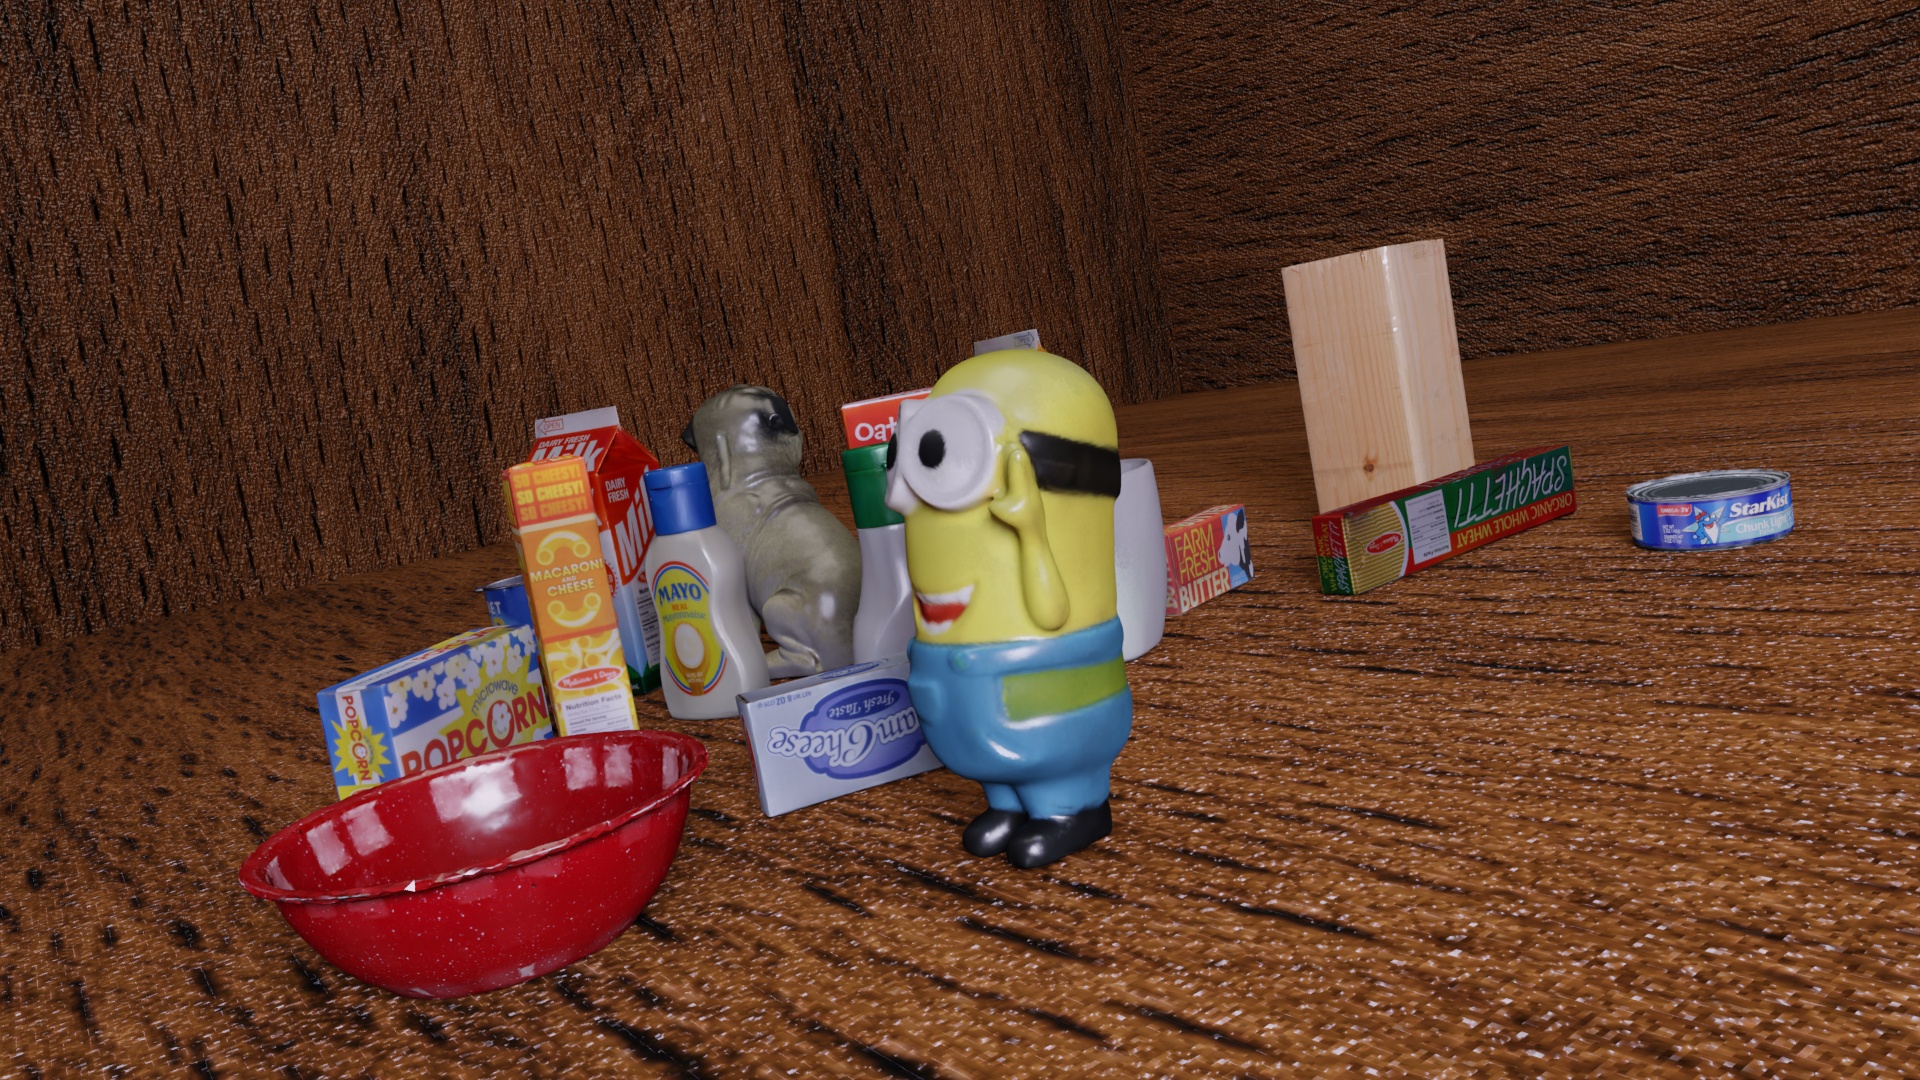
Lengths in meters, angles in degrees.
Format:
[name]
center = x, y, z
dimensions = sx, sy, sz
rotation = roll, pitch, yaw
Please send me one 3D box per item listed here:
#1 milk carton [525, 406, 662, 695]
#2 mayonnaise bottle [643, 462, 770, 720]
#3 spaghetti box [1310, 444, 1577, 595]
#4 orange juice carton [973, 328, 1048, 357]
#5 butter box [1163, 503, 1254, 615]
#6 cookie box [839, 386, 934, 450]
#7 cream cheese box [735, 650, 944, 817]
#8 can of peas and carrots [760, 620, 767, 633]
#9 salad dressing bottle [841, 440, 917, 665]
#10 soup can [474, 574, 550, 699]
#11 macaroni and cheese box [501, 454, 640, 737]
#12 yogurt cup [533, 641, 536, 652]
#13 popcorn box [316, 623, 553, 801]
[milk carton]
center = -0.243, 0.007, 0.946
dimensions = 0.072, 0.190, 0.074
rotation = -7, 7, 23
[mayonnaise bottle]
center = -0.154, 0.030, 0.814
dimensions = 0.064, 0.148, 0.041
rotation = -7, 7, 27
[spaghetti box]
center = 0.322, -0.017, 0.905
dimensions = 0.251, 0.050, 0.028
rotation = -15, 8, -35
[orange juice carton]
center = 0.049, -0.060, 1.047
dimensions = 0.073, 0.192, 0.071
rotation = -16, 9, -39
[butter box]
center = 0.155, 0.012, 0.902
dimensions = 0.024, 0.053, 0.104
rotation = -5, 9, 40
[cookie box]
center = 0.003, -0.010, 0.830
dimensions = 0.123, 0.167, 0.040
rotation = -11, 7, -5
[cream cheese box]
center = -0.044, 0.083, 0.621
dimensions = 0.104, 0.053, 0.024
rotation = -13, 7, -23
[can of peas and carrots]
center = -0.142, 0.037, 1.096
dimensions = 0.071, 0.058, 0.071
rotation = -10, 7, 1
[salad dressing bottle]
center = -0.025, 0.026, 0.665
dimensions = 0.064, 0.147, 0.044
rotation = -13, 7, -20
[soup can]
center = -0.299, 0.066, 0.986
dimensions = 0.071, 0.083, 0.071
rotation = -10, 7, 1
[macaroni and cheese box]
center = -0.201, 0.041, 0.720
dimensions = 0.040, 0.166, 0.123
rotation = -12, 7, -18
[yogurt cup]
center = -0.295, 0.096, 0.870
dimensions = 0.072, 0.054, 0.072
rotation = -10, 7, 1
[popcorn box]
center = -0.251, 0.096, 0.680
dimensions = 0.038, 0.085, 0.127
rotation = -8, 7, 15
